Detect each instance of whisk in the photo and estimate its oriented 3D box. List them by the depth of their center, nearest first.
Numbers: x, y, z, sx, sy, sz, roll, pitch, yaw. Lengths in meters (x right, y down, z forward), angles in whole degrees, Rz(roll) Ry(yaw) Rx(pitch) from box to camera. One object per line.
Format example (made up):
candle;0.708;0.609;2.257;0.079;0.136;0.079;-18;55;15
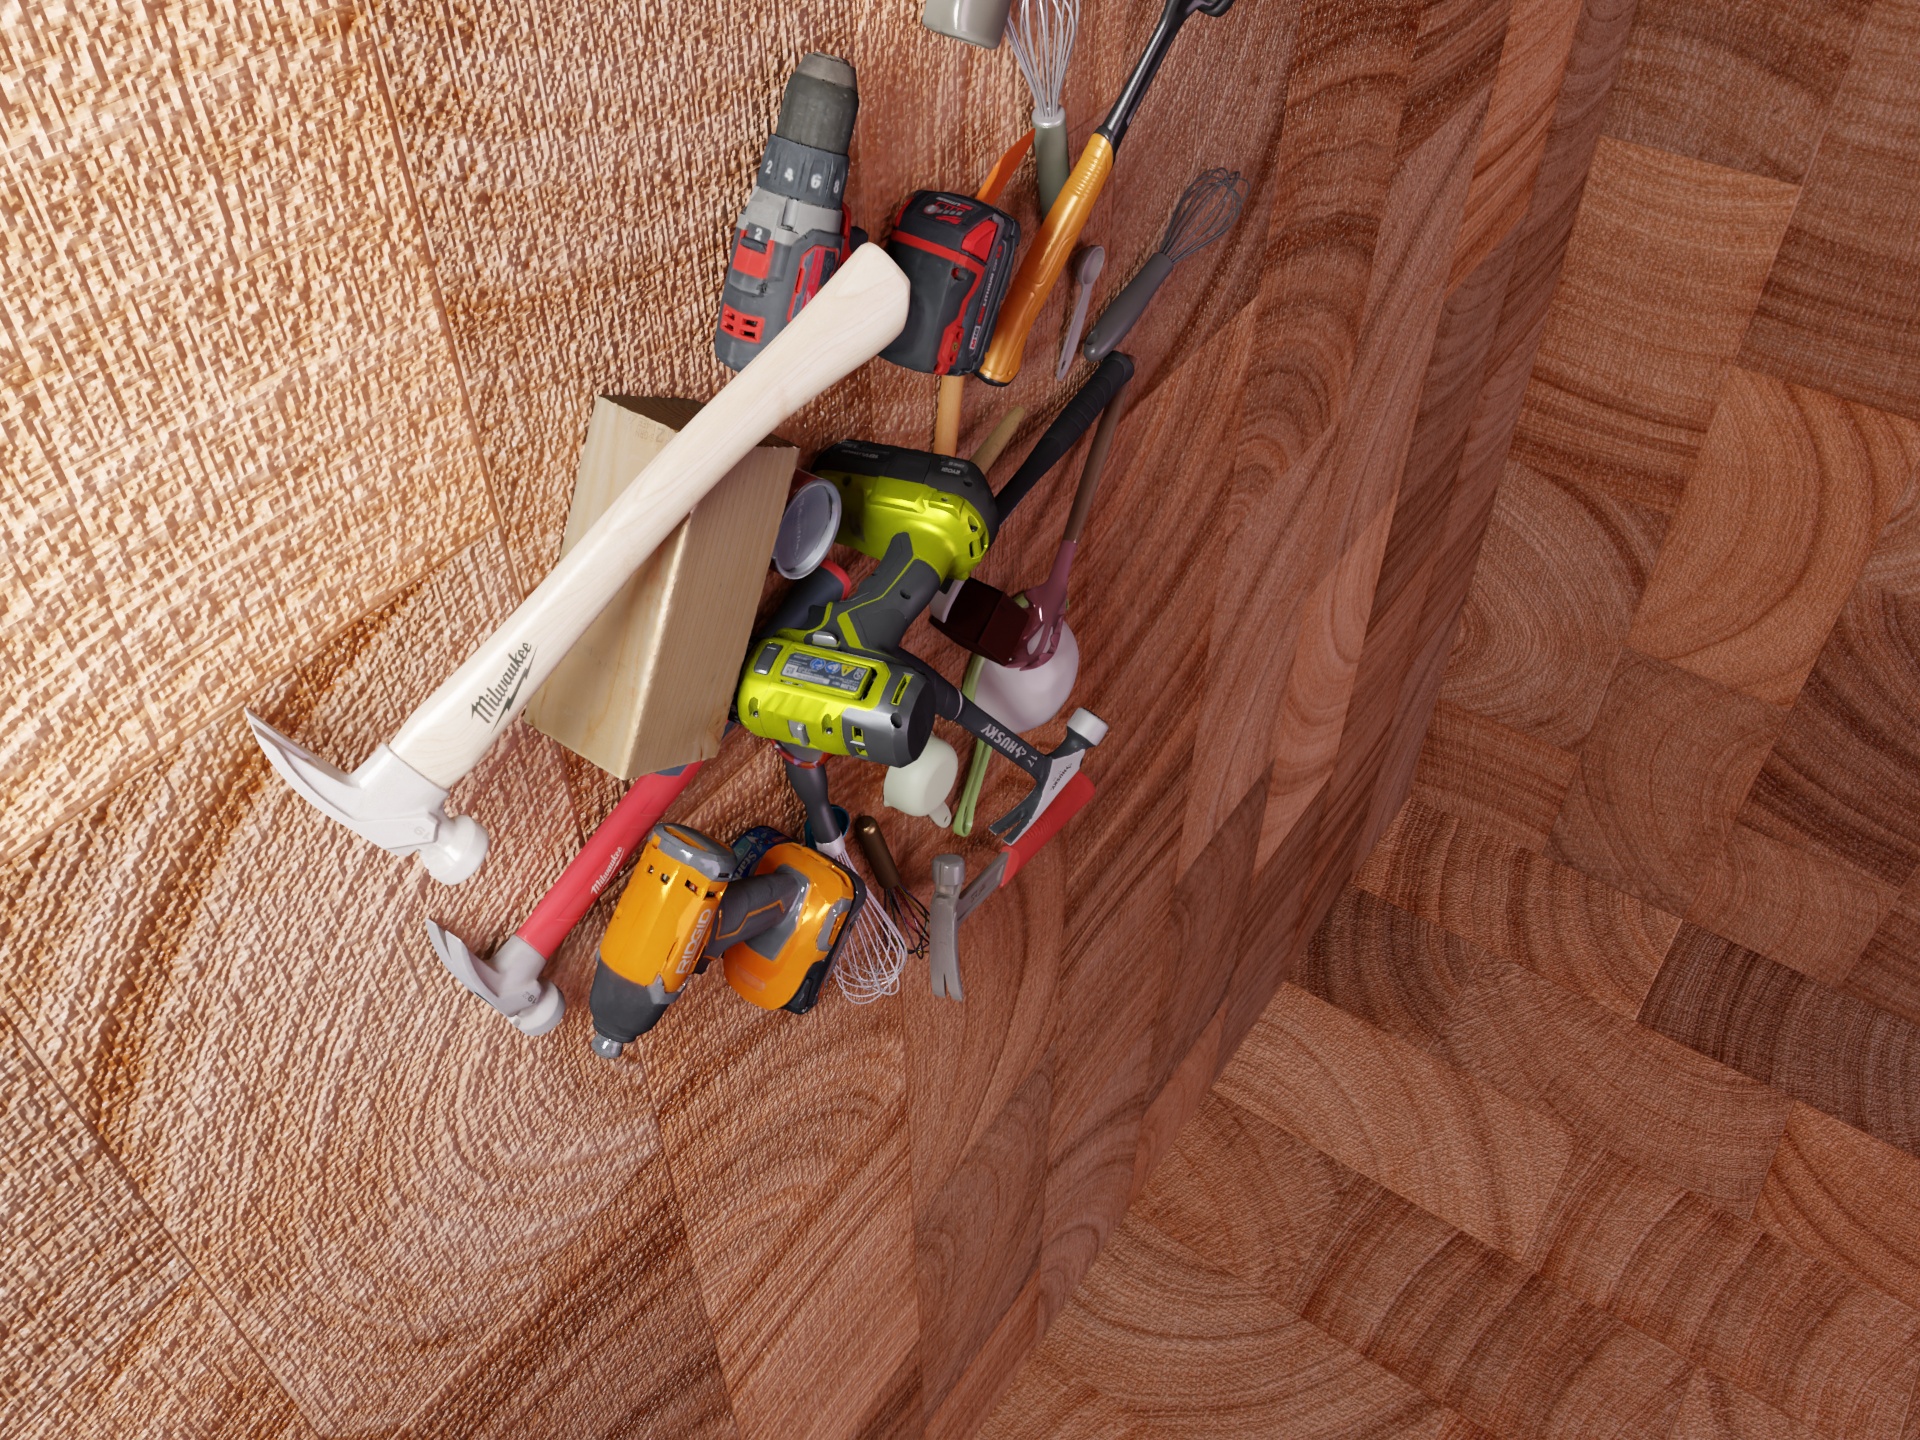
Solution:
whisk;0.063;-0.443;1.142;0.246;0.058;0.059;75;25;-62
whisk;-0.100;0.126;1.312;0.070;0.070;0.284;-44;134;-36
whisk;0.182;-0.406;1.417;0.239;0.055;0.055;-53;154;-15
whisk;-0.059;0.159;1.495;0.051;0.047;0.244;-51;150;-23

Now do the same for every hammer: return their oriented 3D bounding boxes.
hammer;-0.183;-0.101;0.836;0.410;0.038;0.146;-48;133;-4
hammer;-0.202;0.028;1.081;0.386;0.038;0.143;-54;153;-20
hammer;0.091;-0.398;1.169;0.127;0.034;0.336;-20;144;-58
hammer;0.062;-0.212;1.343;0.335;0.035;0.146;-53;180;-37
hammer;-0.002;-0.004;1.371;0.149;0.036;0.408;-55;145;1
hammer;0.059;0.146;1.663;0.359;0.037;0.149;-37;131;-57

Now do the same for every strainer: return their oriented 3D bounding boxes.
strainer;0.054;0.005;1.533;0.151;0.069;0.256;-15;125;-59

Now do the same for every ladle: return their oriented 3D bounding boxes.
ladle;-0.027;-0.140;1.219;0.315;0.031;0.069;-56;178;-30

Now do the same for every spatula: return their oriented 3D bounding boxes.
spatula;0.006;-0.279;1.191;0.081;0.041;0.322;-58;161;-50

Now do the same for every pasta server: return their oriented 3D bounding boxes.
pasta server;0.104;-0.190;1.448;0.040;0.060;0.316;28;79;-55

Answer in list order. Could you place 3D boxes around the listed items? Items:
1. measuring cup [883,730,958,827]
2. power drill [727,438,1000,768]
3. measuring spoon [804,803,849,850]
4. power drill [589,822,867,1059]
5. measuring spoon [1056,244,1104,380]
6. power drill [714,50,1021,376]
measuring cup;-0.021;0.070;1.482;0.083;0.038;0.167;-57;153;-15
power drill;-0.085;-0.081;1.069;0.080;0.190;0.229;81;28;-52
measuring spoon;-0.141;0.121;1.330;0.128;0.021;0.042;-54;139;0
power drill;-0.172;0.161;1.135;0.226;0.084;0.164;16;100;-63
measuring spoon;0.094;-0.345;1.344;0.034;0.018;0.124;-37;151;-45
power drill;-0.055;-0.307;1.005;0.226;0.080;0.187;-15;126;-56
